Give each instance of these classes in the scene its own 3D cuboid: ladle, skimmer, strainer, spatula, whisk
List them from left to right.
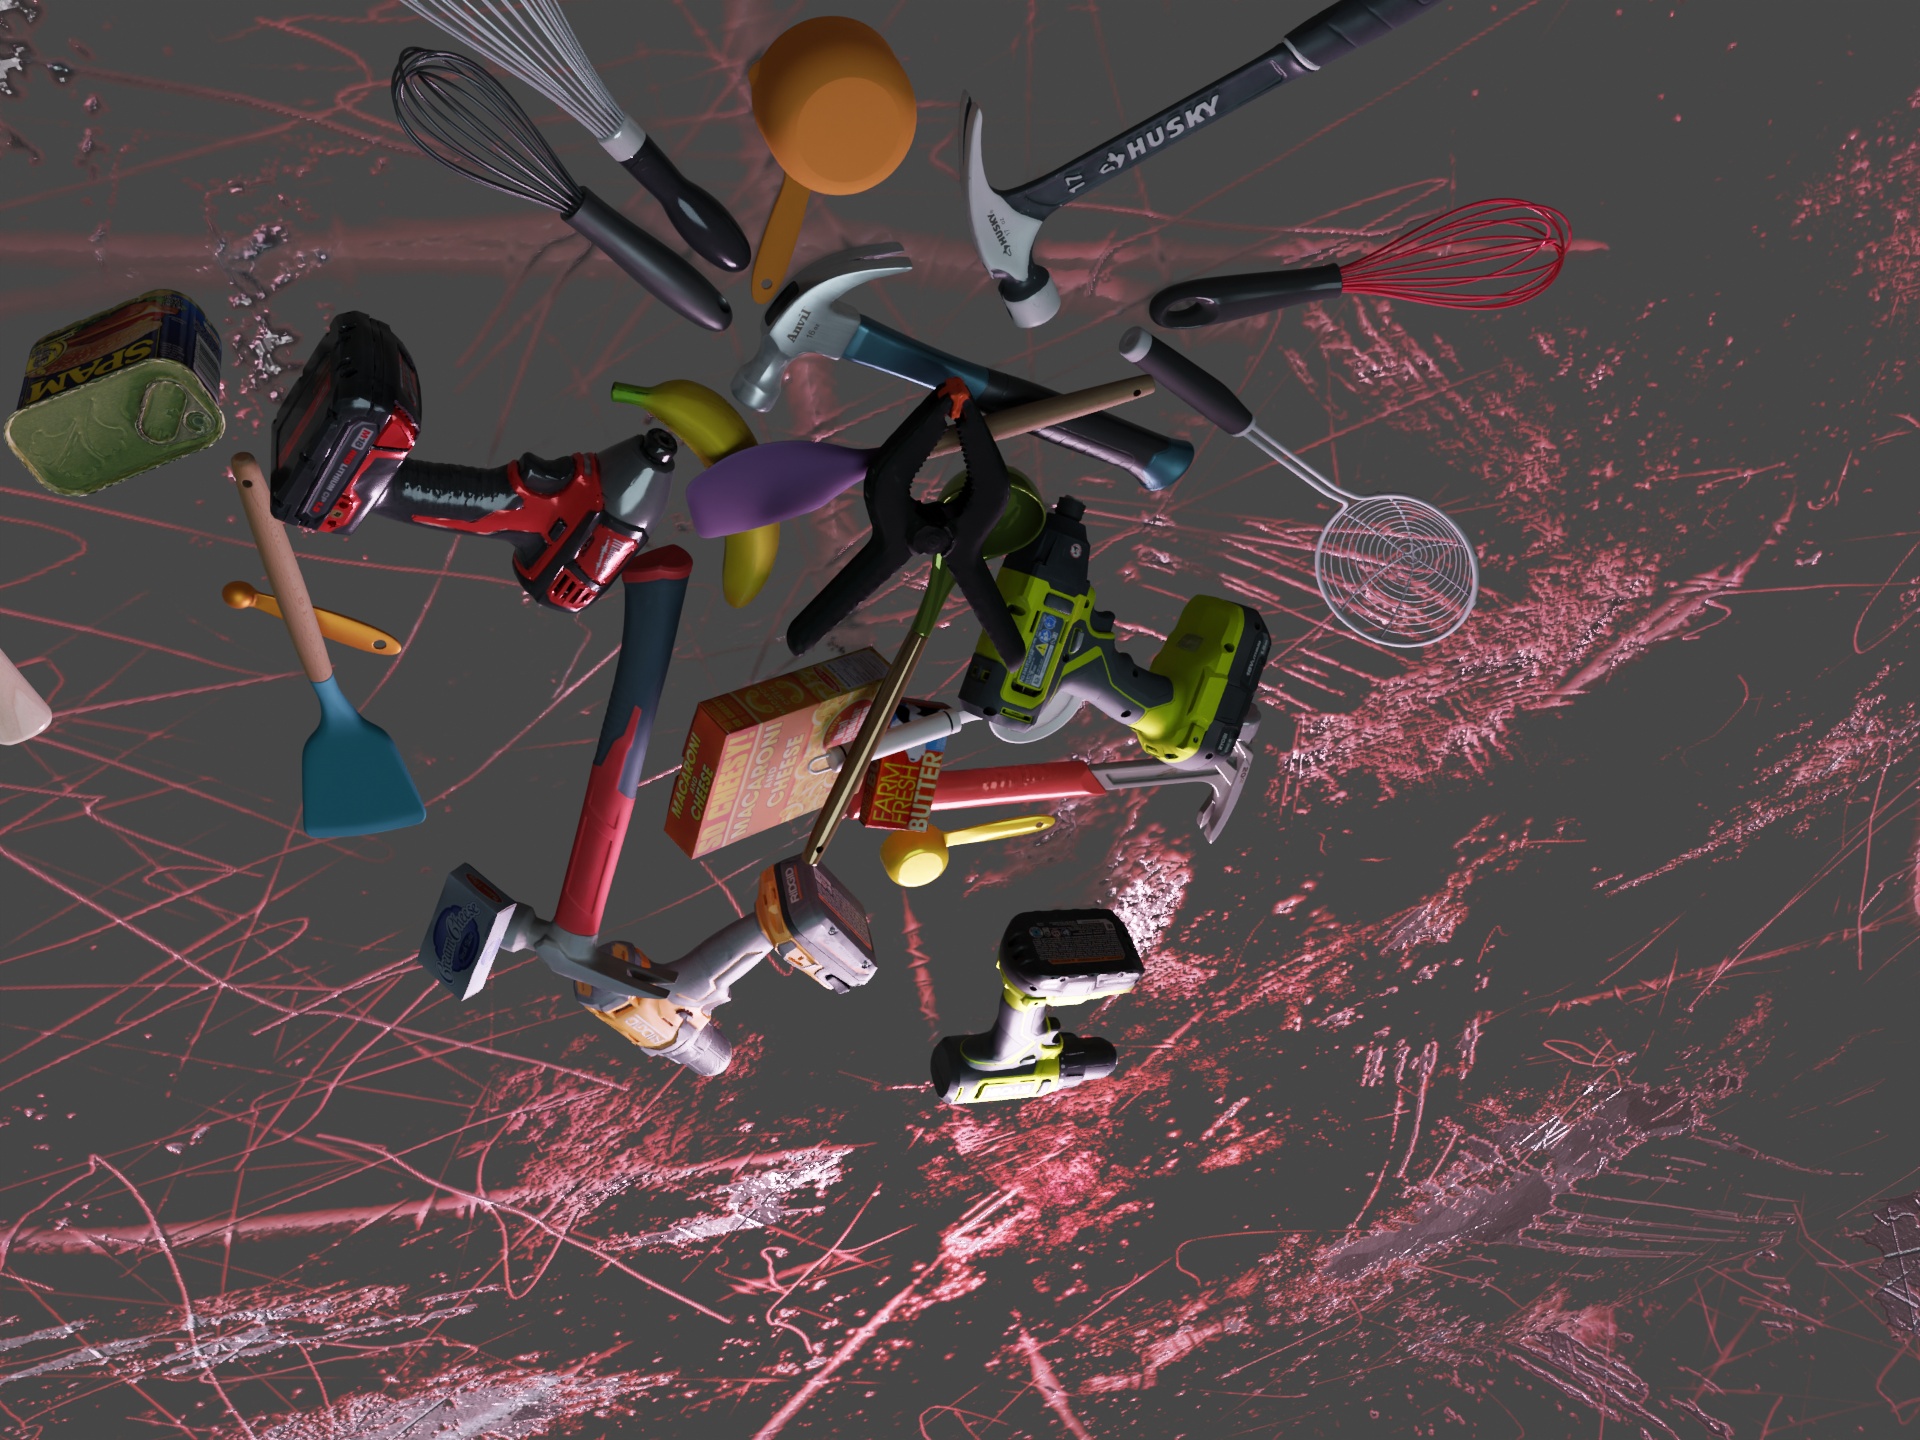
[{"bbox_3d":[-0.414,-0.039,1.017,0.082,0.044,0.317,-7,140,-10],"label":"spatula"},{"bbox_3d":[-0.212,-0.284,0.880,0.055,0.055,0.238,-41,137,17],"label":"whisk"},{"bbox_3d":[-0.201,-0.330,0.837,0.070,0.070,0.284,-35,139,12],"label":"whisk"},{"bbox_3d":[-0.036,-0.034,1.119,0.078,0.062,0.320,21,101,-31],"label":"ladle"},{"bbox_3d":[-0.022,-0.179,1.027,0.316,0.018,0.059,-17,133,-9],"label":"spatula"},{"bbox_3d":[-0.002,-0.004,1.207,0.258,0.050,0.086,-18,133,-27],"label":"strainer"},{"bbox_3d":[0.243,-0.164,1.153,0.363,0.090,0.127,26,146,-37],"label":"skimmer"},{"bbox_3d":[0.270,-0.297,1.066,0.296,0.073,0.073,-10,135,-5],"label":"whisk"}]

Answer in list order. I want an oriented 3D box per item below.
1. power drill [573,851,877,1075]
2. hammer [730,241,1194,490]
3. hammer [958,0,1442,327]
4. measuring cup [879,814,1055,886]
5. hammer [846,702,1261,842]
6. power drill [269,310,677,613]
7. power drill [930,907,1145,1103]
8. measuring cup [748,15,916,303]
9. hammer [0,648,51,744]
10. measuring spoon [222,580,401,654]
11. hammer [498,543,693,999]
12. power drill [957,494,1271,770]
[{"bbox_3d":[-0.185,0.220,1.351,0.226,0.084,0.185,-26,136,9],"label":"power drill"},{"bbox_3d":[0.021,-0.216,1.053,0.330,0.033,0.128,14,126,-33],"label":"hammer"},{"bbox_3d":[0.184,-0.394,0.950,0.409,0.036,0.149,-29,135,4],"label":"hammer"},{"bbox_3d":[0.010,0.107,1.357,0.156,0.029,0.062,-10,135,-11],"label":"measuring cup"},{"bbox_3d":[0.076,0.057,1.335,0.359,0.037,0.149,-4,133,-20],"label":"hammer"},{"bbox_3d":[-0.282,-0.149,0.951,0.219,0.079,0.143,18,132,-39],"label":"power drill"},{"bbox_3d":[0.089,0.283,1.529,0.190,0.080,0.228,0,134,-23],"label":"power drill"},{"bbox_3d":[-0.084,-0.306,0.906,0.095,0.052,0.173,7,127,-28],"label":"measuring cup"},{"bbox_3d":[-0.607,-0.140,0.858,0.146,0.038,0.410,-19,136,-7],"label":"hammer"},{"bbox_3d":[-0.417,-0.063,1.028,0.116,0.011,0.021,22,120,-37],"label":"measuring spoon"},{"bbox_3d":[-0.238,0.047,1.160,0.143,0.038,0.386,20,122,-2],"label":"hammer"},{"bbox_3d":[0.120,-0.059,1.192,0.223,0.080,0.171,18,94,-33],"label":"power drill"}]
